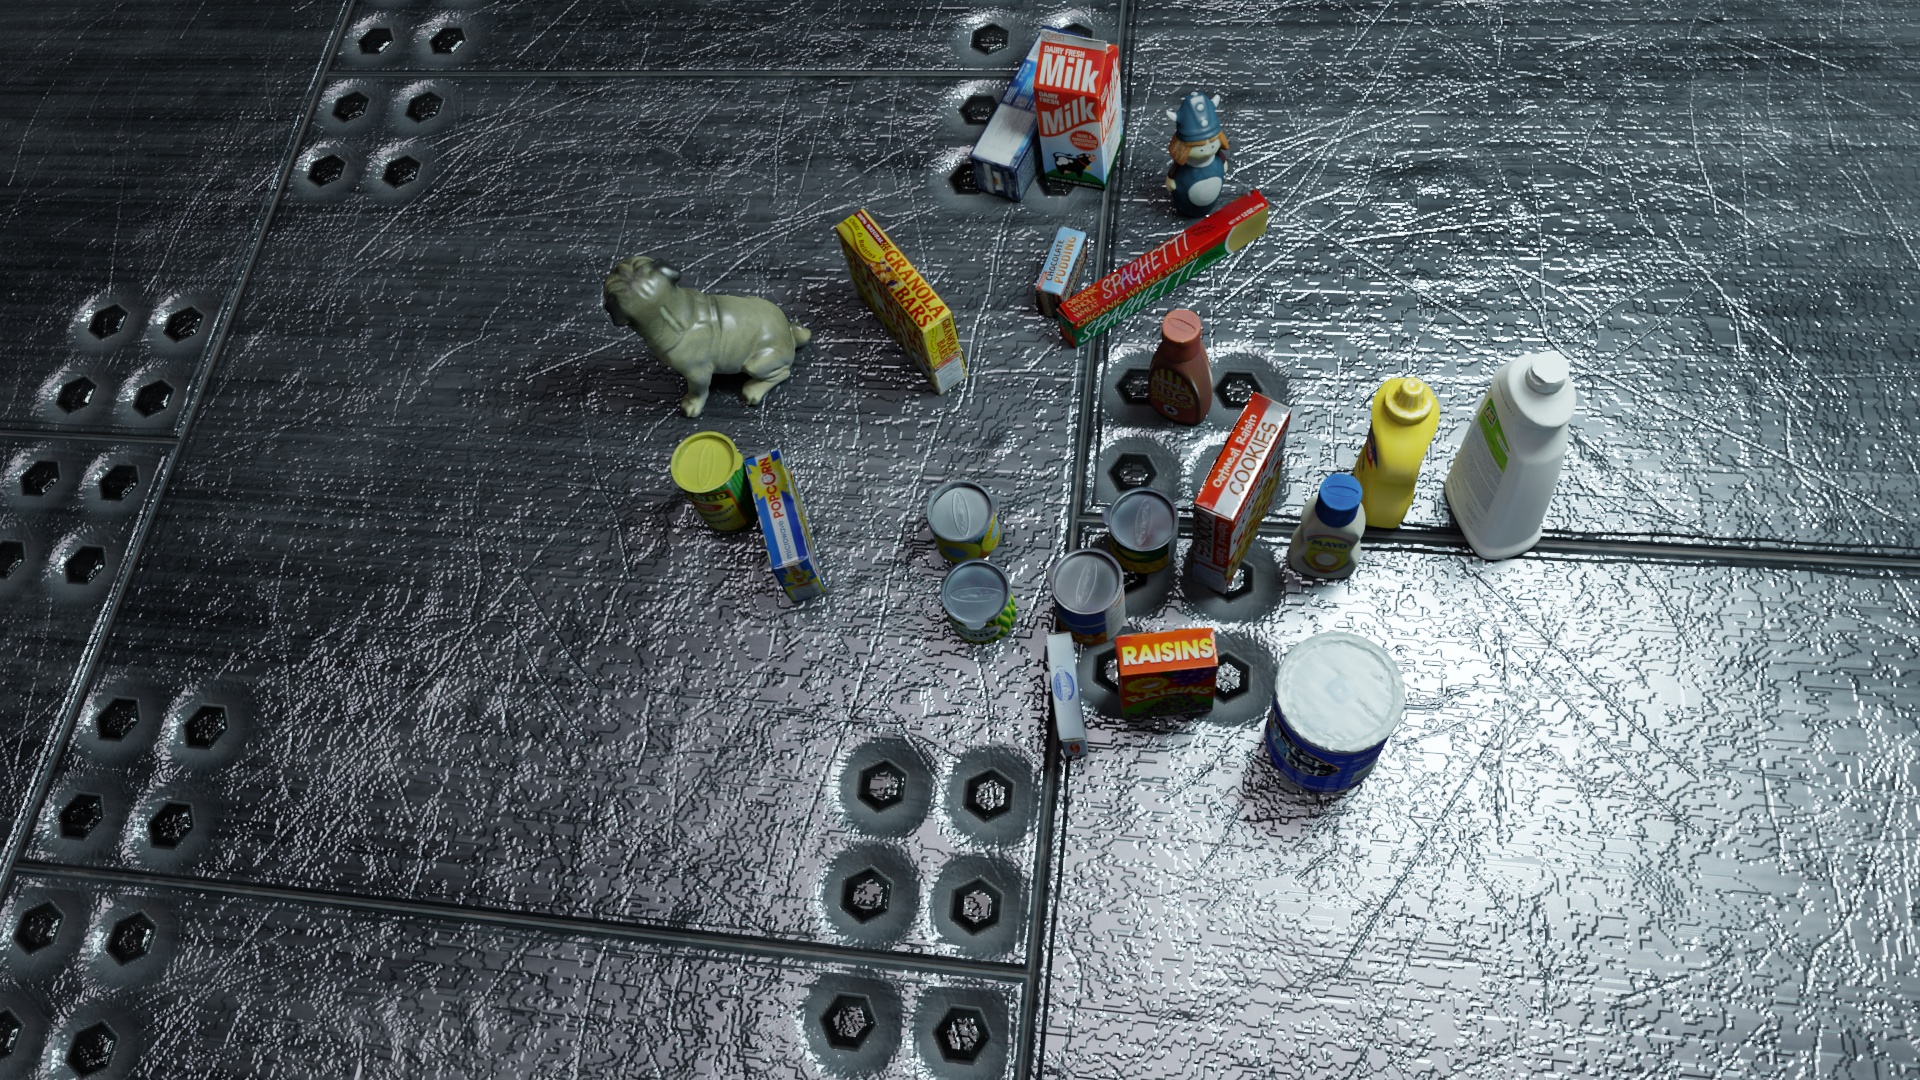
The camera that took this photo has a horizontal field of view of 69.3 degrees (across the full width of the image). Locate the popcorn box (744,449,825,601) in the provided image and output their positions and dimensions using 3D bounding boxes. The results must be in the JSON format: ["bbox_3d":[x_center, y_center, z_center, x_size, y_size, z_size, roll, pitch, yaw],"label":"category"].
[{"bbox_3d":[-0.171,-0.014,1.357,0.038,0.085,0.127,-18,64,0],"label":"popcorn box"}]

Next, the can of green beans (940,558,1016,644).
[{"bbox_3d":[0.018,0.058,1.312,0.071,0.057,0.071,-3,65,7],"label":"can of green beans"}]

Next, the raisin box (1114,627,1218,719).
[{"bbox_3d":[0.182,0.118,1.225,0.086,0.123,0.040,-6,65,5],"label":"raisin box"}]

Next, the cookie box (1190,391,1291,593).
[{"bbox_3d":[0.252,-0.040,1.265,0.040,0.166,0.123,24,71,18],"label":"cookie box"}]

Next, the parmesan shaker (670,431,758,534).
[{"bbox_3d":[-0.236,-0.055,1.375,0.071,0.102,0.071,-3,65,7],"label":"parmesan shaker"}]

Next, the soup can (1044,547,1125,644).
[{"bbox_3d":[0.117,0.052,1.287,0.071,0.083,0.071,-3,65,7],"label":"soup can"}]

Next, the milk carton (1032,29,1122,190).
[{"bbox_3d":[0.125,-0.463,1.466,0.072,0.190,0.074,15,69,14],"label":"milk carton"}]

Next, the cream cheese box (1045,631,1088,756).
[{"bbox_3d":[0.097,0.140,1.265,0.024,0.053,0.104,-8,64,4],"label":"cream cheese box"}]

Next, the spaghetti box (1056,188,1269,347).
[{"bbox_3d":[0.212,-0.283,1.448,0.250,0.050,0.029,-32,65,-7],"label":"spaghetti box"}]

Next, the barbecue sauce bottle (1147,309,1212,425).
[{"bbox_3d":[0.212,-0.168,1.340,0.065,0.148,0.044,28,72,19],"label":"barbecue sauce bottle"}]

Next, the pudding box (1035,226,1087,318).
[{"bbox_3d":[0.107,-0.282,1.463,0.030,0.049,0.084,17,69,15],"label":"pudding box"}]

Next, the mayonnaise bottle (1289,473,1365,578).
[{"bbox_3d":[0.334,-0.012,1.251,0.065,0.147,0.041,8,67,12],"label":"mayonnaise bottle"}]

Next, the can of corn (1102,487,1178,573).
[{"bbox_3d":[0.171,-0.009,1.322,0.071,0.058,0.071,-3,65,7],"label":"can of corn"}]

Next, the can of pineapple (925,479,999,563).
[{"bbox_3d":[0.005,-0.017,1.349,0.071,0.057,0.071,-3,65,7],"label":"can of pineapple"}]

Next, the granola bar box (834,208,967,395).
[{"bbox_3d":[-0.059,-0.245,1.427,0.039,0.123,0.166,-34,65,-8],"label":"granola bar box"}]
